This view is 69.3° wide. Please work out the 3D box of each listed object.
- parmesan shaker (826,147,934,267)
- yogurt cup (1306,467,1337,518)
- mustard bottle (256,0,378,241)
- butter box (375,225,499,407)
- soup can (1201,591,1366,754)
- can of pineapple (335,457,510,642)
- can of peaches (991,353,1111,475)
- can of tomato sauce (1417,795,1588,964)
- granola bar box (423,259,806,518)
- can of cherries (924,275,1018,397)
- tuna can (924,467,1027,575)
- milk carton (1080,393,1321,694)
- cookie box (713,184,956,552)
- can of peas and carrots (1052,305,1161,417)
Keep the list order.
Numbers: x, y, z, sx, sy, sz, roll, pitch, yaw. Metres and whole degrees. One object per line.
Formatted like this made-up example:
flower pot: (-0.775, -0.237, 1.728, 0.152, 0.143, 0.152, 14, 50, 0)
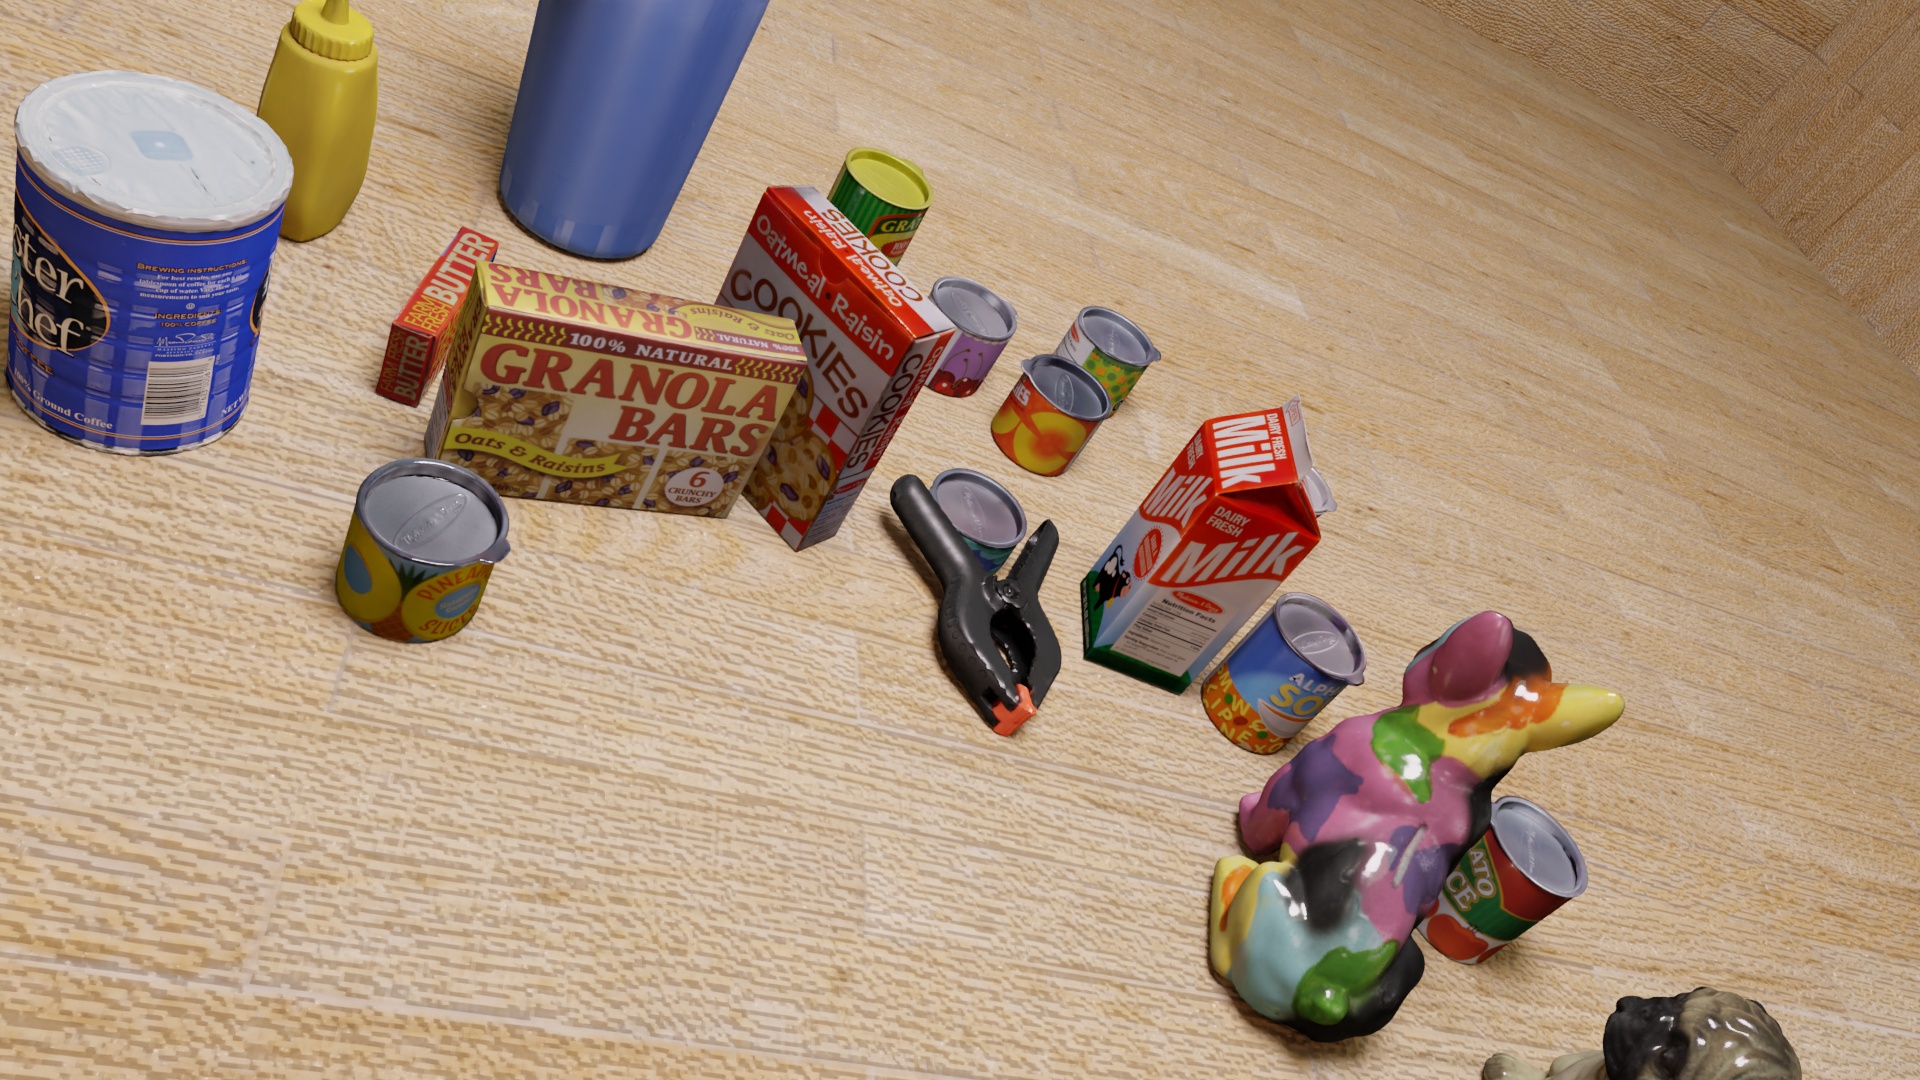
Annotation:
parmesan shaker: (-0.069, -0.214, 0.976, 0.071, 0.102, 0.072, 20, 39, -17)
yogurt cup: (0.233, -0.029, 1.035, 0.072, 0.053, 0.073, 20, 39, -17)
mustard bottle: (-0.348, -0.240, 0.755, 0.049, 0.159, 0.066, 29, 37, -7)
butter box: (-0.285, -0.124, 0.761, 0.024, 0.052, 0.104, 23, 39, -14)
soup can: (0.201, 0.085, 0.862, 0.071, 0.083, 0.072, 20, 39, -17)
can of pineapple: (-0.248, 0.006, 0.642, 0.071, 0.057, 0.071, 20, 39, -17)
can of peaches: (0.061, -0.088, 0.970, 0.071, 0.057, 0.071, 20, 39, -17)
can of tomato sauce: (0.311, 0.200, 0.818, 0.071, 0.082, 0.071, 20, 39, -17)
granola bar box: (-0.180, -0.072, 0.723, 0.166, 0.123, 0.039, 6, 45, -32)
can of cherries: (0.000, -0.144, 0.986, 0.071, 0.058, 0.072, 20, 39, -17)
tuna can: (0.003, -0.011, 0.864, 0.071, 0.032, 0.071, 20, 39, -17)
milk carton: (0.150, 0.000, 0.831, 0.073, 0.189, 0.073, 22, 39, -15)
cookie box: (-0.089, -0.095, 0.778, 0.123, 0.166, 0.040, 46, 39, 16)
can of peas and carrots: (0.107, -0.134, 1.052, 0.071, 0.058, 0.071, 20, 39, -17)
